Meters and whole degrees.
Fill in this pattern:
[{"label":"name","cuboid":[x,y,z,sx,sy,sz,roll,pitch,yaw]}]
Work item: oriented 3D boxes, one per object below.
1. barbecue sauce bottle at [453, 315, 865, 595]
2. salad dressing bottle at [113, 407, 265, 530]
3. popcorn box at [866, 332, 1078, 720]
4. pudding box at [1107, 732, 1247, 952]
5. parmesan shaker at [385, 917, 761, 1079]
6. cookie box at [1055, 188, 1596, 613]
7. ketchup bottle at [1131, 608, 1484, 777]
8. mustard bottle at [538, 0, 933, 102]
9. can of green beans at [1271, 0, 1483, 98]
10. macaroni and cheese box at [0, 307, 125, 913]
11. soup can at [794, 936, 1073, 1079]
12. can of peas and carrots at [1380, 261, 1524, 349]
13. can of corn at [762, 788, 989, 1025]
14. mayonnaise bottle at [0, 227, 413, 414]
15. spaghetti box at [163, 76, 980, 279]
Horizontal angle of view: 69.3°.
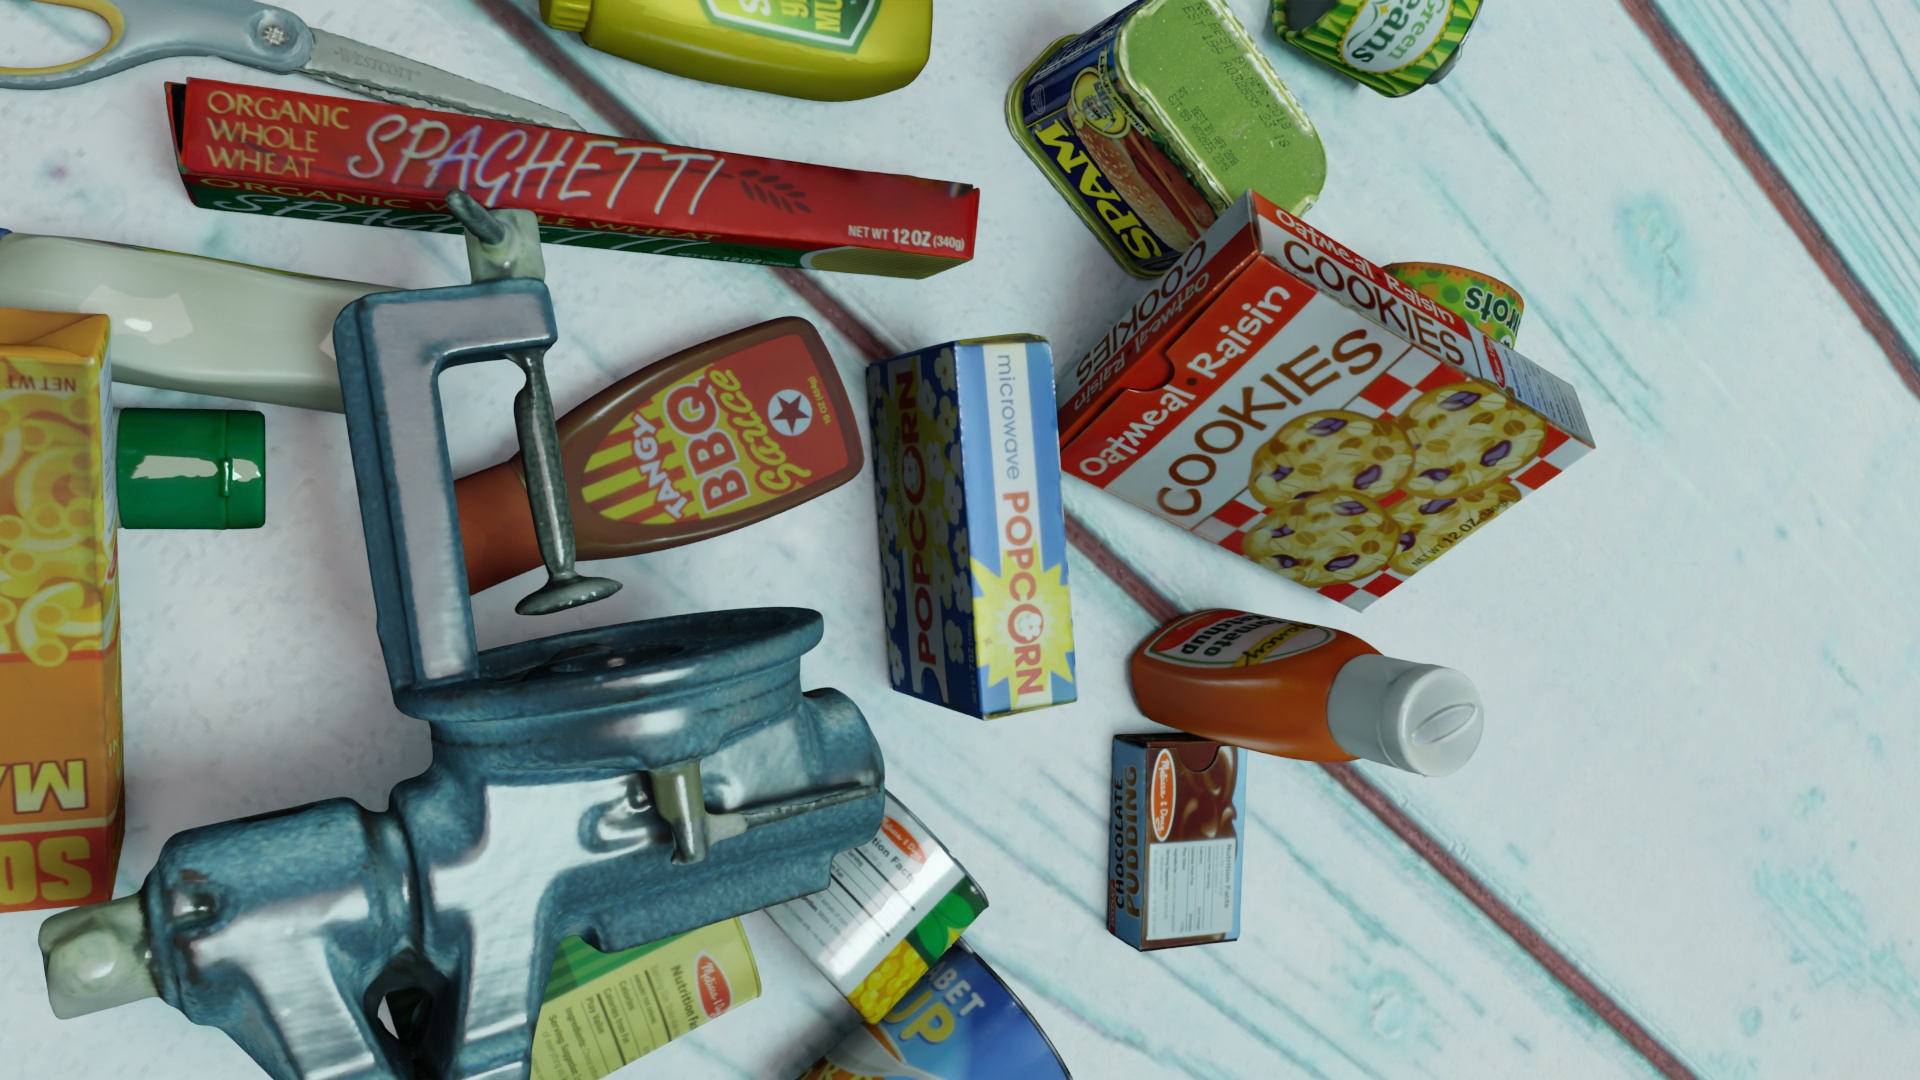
[{"label":"barbecue sauce bottle","cuboid":[-0.110,-0.024,0.467,0.149,0.043,0.064,-24,102,-21]},{"label":"salad dressing bottle","cuboid":[-0.279,-0.021,0.392,0.148,0.044,0.064,0,100,-25]},{"label":"popcorn box","cuboid":[0.002,-0.006,0.494,0.038,0.085,0.126,-6,93,-24]},{"label":"pudding box","cuboid":[0.089,0.121,0.566,0.050,0.030,0.083,2,90,-23]},{"label":"parmesan shaker","cuboid":[-0.126,0.139,0.450,0.103,0.071,0.071,-22,100,-21]},{"label":"cookie box","cuboid":[0.134,-0.045,0.534,0.167,0.122,0.040,24,45,-23]},{"label":"ketchup bottle","cuboid":[0.127,0.056,0.517,0.065,0.149,0.043,-22,102,-22]},{"label":"mustard bottle","cuboid":[-0.089,-0.187,0.470,0.160,0.049,0.065,-3,91,-24]},{"label":"can of green beans","cuboid":[0.172,-0.226,0.576,0.058,0.071,0.071,18,84,-23]},{"label":"macaroni and cheese box","cuboid":[-0.288,0.021,0.356,0.124,0.040,0.165,1,116,-26]},{"label":"soup can","cuboid":[-0.014,0.196,0.503,0.084,0.071,0.071,-36,105,-19]},{"label":"can of peas and carrots","cuboid":[0.201,-0.079,0.590,0.071,0.071,0.059,19,83,-23]},{"label":"can of corn","cuboid":[-0.033,0.128,0.494,0.058,0.071,0.071,-43,107,-16]},{"label":"mayonnaise bottle","cuboid":[-0.234,-0.065,0.402,0.148,0.065,0.041,8,89,-20]},{"label":"spaghetti box","cuboid":[-0.117,-0.114,0.458,0.250,0.050,0.028,1,90,-24]}]
